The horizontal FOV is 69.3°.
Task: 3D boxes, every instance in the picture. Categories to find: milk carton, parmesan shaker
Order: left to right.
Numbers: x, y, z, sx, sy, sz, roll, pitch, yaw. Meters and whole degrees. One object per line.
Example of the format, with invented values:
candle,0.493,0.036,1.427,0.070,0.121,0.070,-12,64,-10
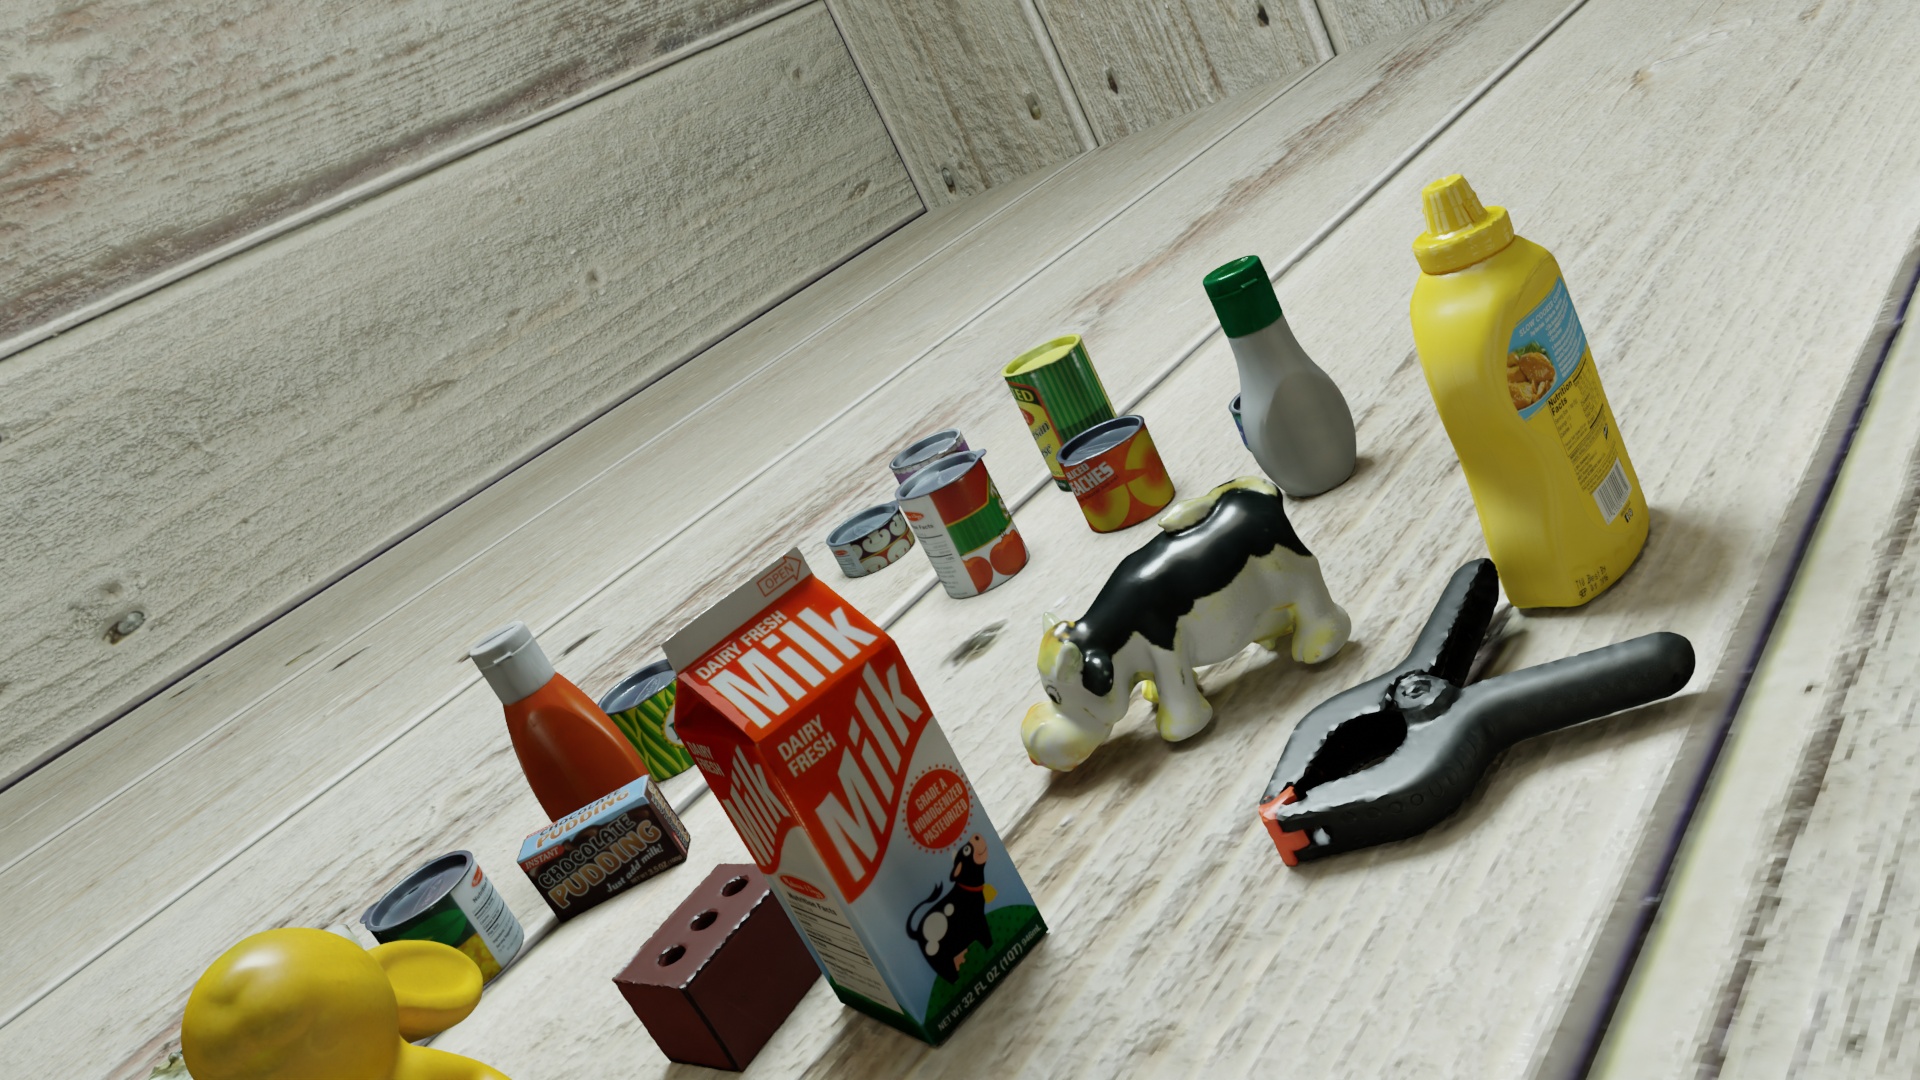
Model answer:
milk carton,-0.047,0.101,0.560,0.073,0.190,0.073,-38,21,-31
parmesan shaker,0.083,-0.096,1.058,0.071,0.103,0.071,-25,18,9

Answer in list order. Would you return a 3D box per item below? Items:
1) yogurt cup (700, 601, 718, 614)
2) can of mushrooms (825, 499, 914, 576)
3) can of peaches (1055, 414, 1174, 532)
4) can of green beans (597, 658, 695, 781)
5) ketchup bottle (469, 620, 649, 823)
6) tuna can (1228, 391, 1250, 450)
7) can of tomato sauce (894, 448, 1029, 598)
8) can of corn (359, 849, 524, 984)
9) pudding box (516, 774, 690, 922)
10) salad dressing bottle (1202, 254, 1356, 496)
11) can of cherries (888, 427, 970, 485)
yogurt cup,-0.157,0.072,1.012,0.072,0.053,0.072,-24,18,9
can of mushrooms,-0.071,-0.002,1.128,0.071,0.033,0.071,-24,18,9
can of peaches,0.106,-0.045,0.958,0.071,0.058,0.071,-24,18,9
can of green beans,-0.202,0.121,0.937,0.071,0.057,0.071,-24,18,9
ketchup bottle,-0.245,0.120,0.853,0.065,0.148,0.043,-30,18,-8
tuna can,0.223,-0.090,0.958,0.071,0.032,0.071,-24,18,9
can of tomato sauce,0.003,-0.012,0.972,0.071,0.083,0.071,-25,18,9
can of corn,-0.294,0.221,0.790,0.071,0.058,0.071,-24,18,9
pudding box,-0.205,0.177,0.801,0.084,0.049,0.030,-27,18,1
salad dressing bottle,0.192,-0.099,0.841,0.064,0.147,0.044,-29,18,-6
can of cherries,-0.016,-0.052,1.147,0.071,0.058,0.072,-24,18,9
